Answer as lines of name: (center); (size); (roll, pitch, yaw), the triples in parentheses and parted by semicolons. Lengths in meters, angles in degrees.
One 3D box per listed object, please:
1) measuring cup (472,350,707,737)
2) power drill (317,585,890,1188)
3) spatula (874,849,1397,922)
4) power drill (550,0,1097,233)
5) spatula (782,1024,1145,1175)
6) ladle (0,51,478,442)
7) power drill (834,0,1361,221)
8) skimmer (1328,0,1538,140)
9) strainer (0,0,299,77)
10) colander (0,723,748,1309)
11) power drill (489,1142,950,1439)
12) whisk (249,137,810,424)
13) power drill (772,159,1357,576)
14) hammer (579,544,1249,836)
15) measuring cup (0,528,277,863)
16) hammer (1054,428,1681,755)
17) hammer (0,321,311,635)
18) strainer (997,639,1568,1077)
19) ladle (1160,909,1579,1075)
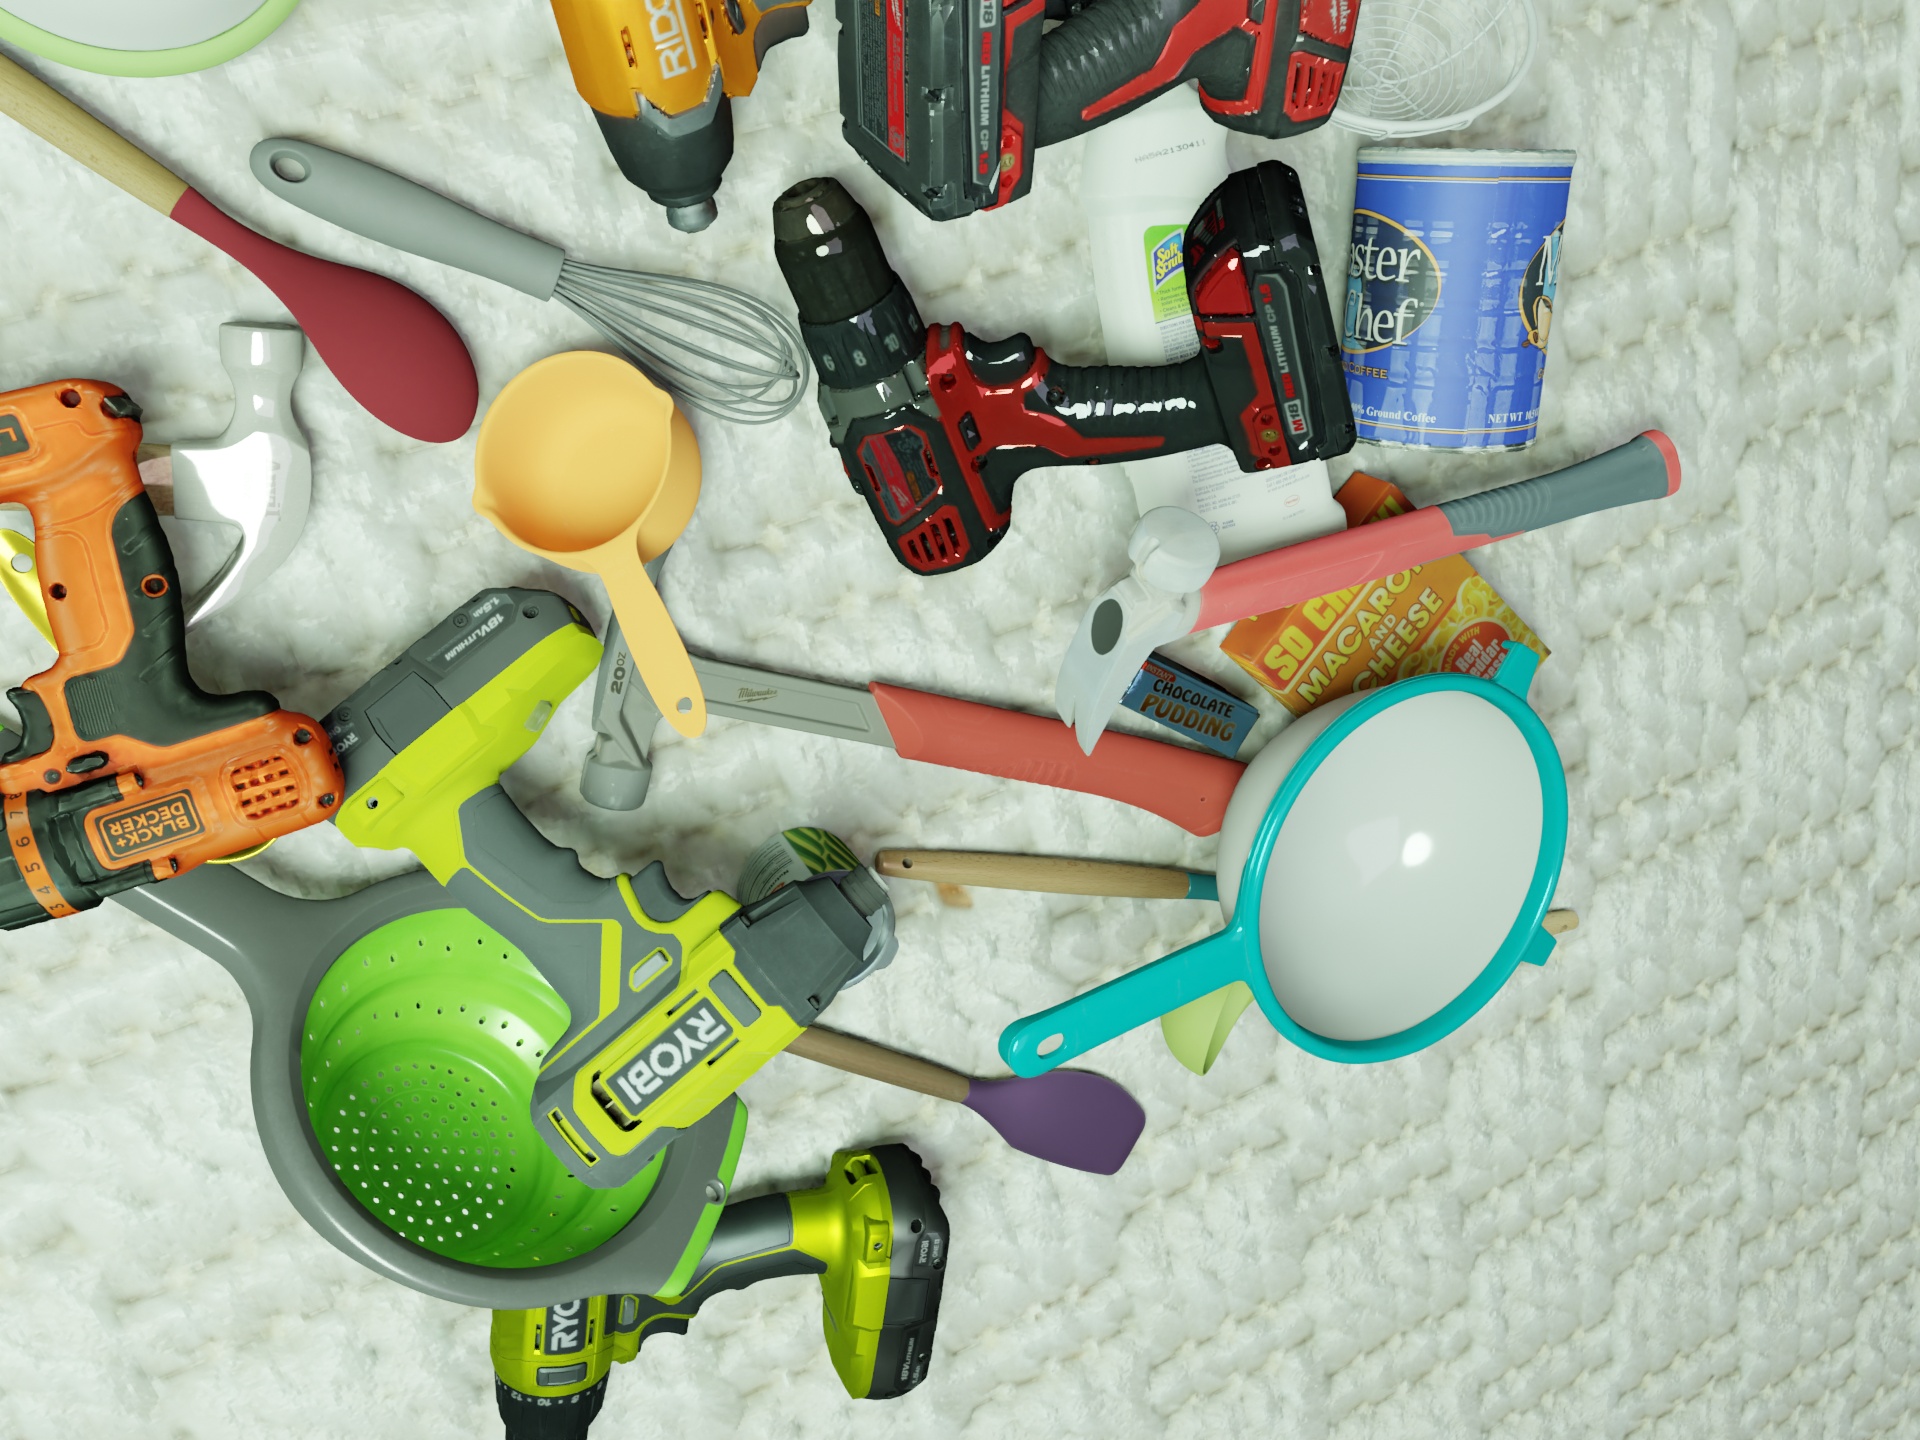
measuring cup: (-0.136, -0.068, 0.665); (0.095, 0.052, 0.174); (-27, 79, 8)
power drill: (-0.153, 0.059, 0.675); (0.171, 0.080, 0.223); (-40, 87, -5)
spatula: (0.106, 0.086, 0.878); (0.317, 0.044, 0.082); (6, 76, -23)
power drill: (-0.052, -0.298, 0.627); (0.226, 0.084, 0.164); (-29, 142, -17)
spatula: (-0.018, 0.196, 0.879); (0.315, 0.018, 0.060); (24, 97, -30)
ladle: (-0.314, -0.209, 0.591); (0.315, 0.069, 0.031); (34, 131, -24)
power drill: (0.065, -0.283, 0.611); (0.219, 0.079, 0.143); (-22, 140, -22)
skimmer: (0.105, -0.387, 0.677); (0.363, 0.090, 0.127); (34, 69, -28)
strainer: (-0.328, -0.269, 0.522); (0.256, 0.069, 0.151); (-42, 115, -17)
colander: (-0.287, 0.129, 0.695); (0.397, 0.205, 0.094); (36, 127, -14)
power drill: (-0.132, 0.310, 0.840); (0.228, 0.080, 0.190); (2, 108, -21)
whisk: (-0.171, -0.183, 0.662); (0.238, 0.055, 0.055); (19, 101, -23)
power drill: (0.041, -0.167, 0.687); (0.226, 0.080, 0.187); (-13, 128, 15)
hammer: (-0.001, -0.003, 0.801); (0.358, 0.037, 0.149); (11, 104, -25)
measuring cup: (-0.327, -0.012, 0.635); (0.062, 0.029, 0.156); (-35, 108, -5)
hammer: (0.222, -0.081, 0.805); (0.386, 0.038, 0.143); (-17, 151, -29)
hammer: (-0.421, -0.091, 0.593); (0.331, 0.031, 0.130); (-2, 109, -22)
strainer: (0.155, 0.089, 0.822); (0.340, 0.095, 0.210); (-21, 115, -19)
ladle: (0.259, 0.152, 0.963); (0.320, 0.062, 0.078); (-6, 125, -24)
